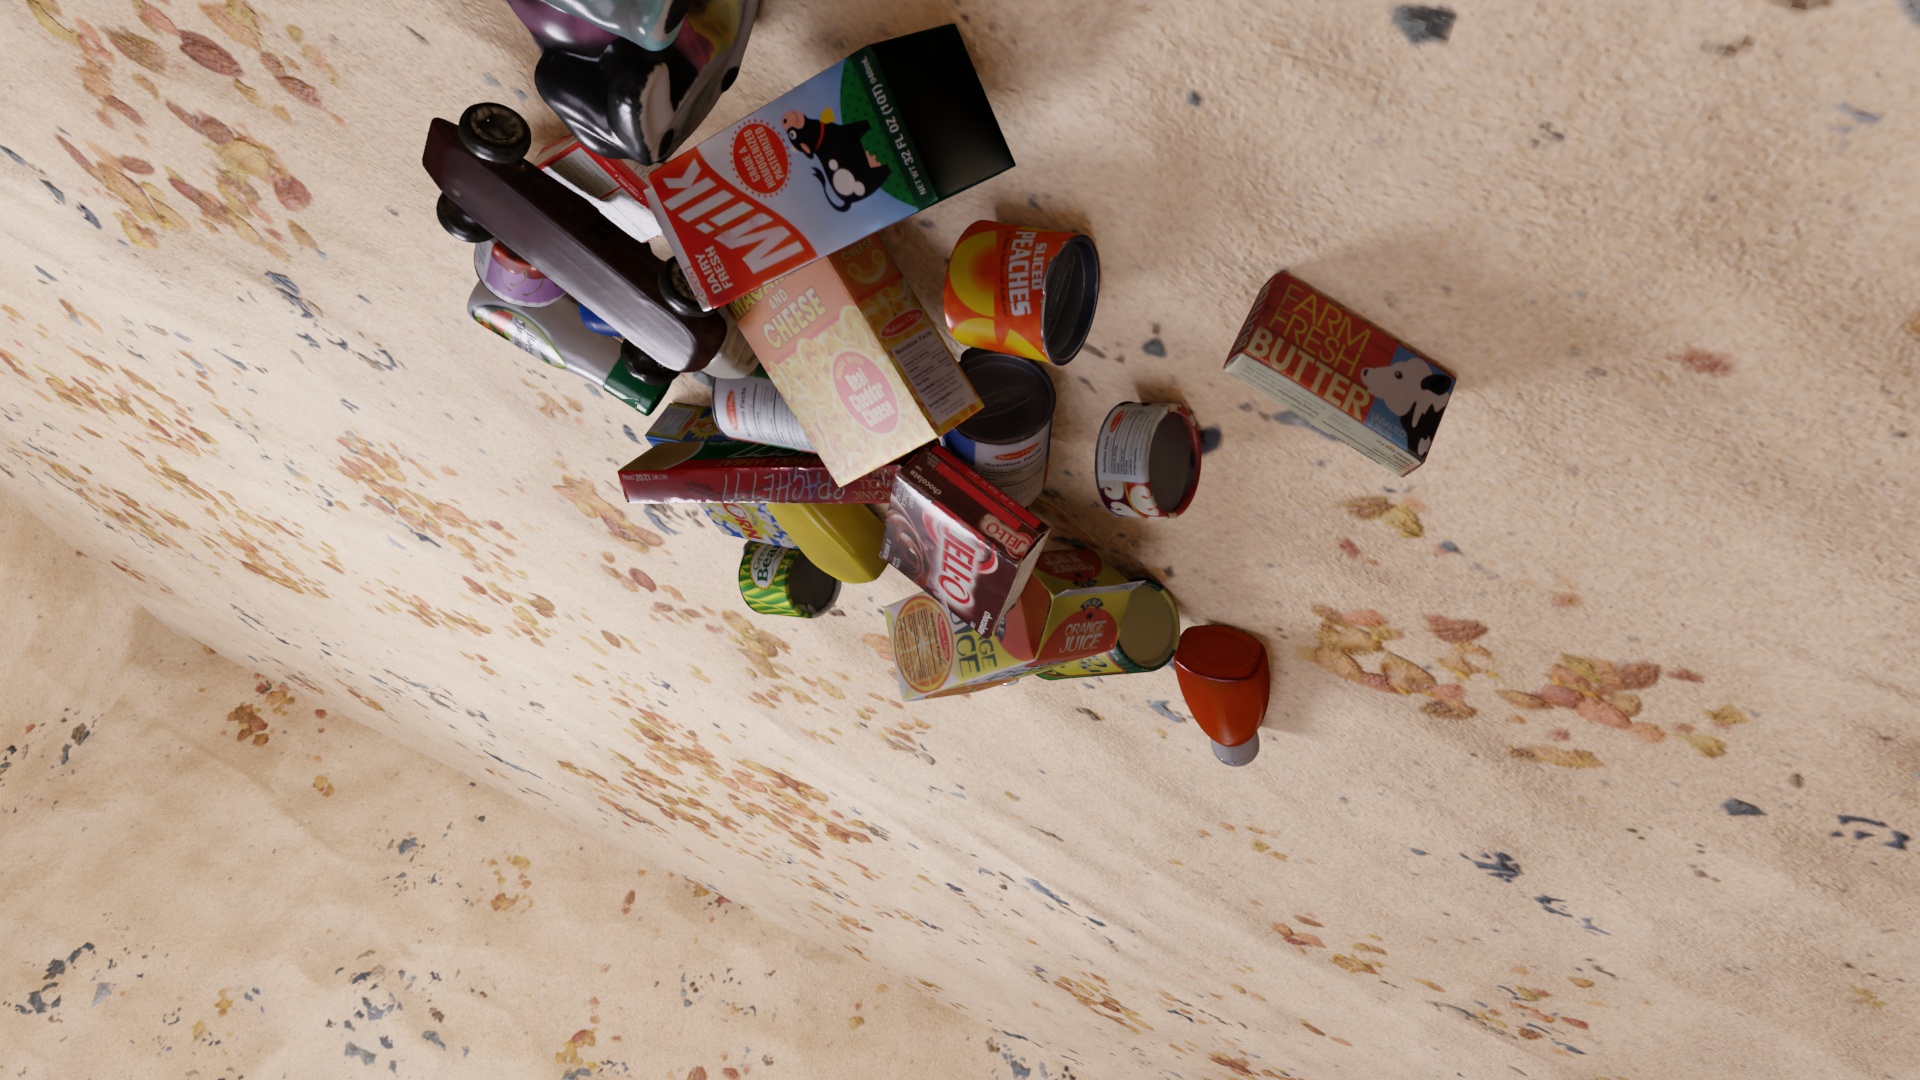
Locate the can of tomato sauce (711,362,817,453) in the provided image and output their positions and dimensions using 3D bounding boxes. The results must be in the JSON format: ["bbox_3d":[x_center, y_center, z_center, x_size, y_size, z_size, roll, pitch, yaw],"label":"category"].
[{"bbox_3d":[-0.107,-0.093,0.900,0.083,0.071,0.071,11,149,24],"label":"can of tomato sauce"}]

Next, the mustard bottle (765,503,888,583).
[{"bbox_3d":[-0.113,-0.031,1.037,0.065,0.049,0.159,3,143,41],"label":"mustard bottle"}]

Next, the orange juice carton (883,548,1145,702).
[{"bbox_3d":[0.035,0.054,0.943,0.072,0.073,0.192,-2,166,-40],"label":"orange juice carton"}]

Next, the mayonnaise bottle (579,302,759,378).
[{"bbox_3d":[-0.185,-0.143,0.895,0.148,0.065,0.041,13,162,35],"label":"mayonnaise bottle"}]

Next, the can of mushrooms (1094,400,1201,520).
[{"bbox_3d":[0.108,-0.044,0.782,0.033,0.071,0.071,5,145,37],"label":"can of mushrooms"}]

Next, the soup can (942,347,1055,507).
[{"bbox_3d":[0.021,-0.065,0.831,0.071,0.071,0.083,23,154,12],"label":"soup can"}]

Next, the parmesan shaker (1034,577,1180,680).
[{"bbox_3d":[0.095,0.061,0.983,0.071,0.071,0.103,41,151,-24],"label":"parmesan shaker"}]

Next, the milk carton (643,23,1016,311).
[{"bbox_3d":[-0.077,-0.169,0.663,0.190,0.074,0.072,-14,106,38],"label":"milk carton"}]

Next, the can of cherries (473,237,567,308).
[{"bbox_3d":[-0.273,-0.191,0.891,0.071,0.072,0.058,33,152,-9],"label":"can of cherries"}]

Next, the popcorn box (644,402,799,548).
[{"bbox_3d":[-0.174,-0.049,1.077,0.085,0.038,0.126,11,149,33],"label":"popcorn box"}]

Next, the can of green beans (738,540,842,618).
[{"bbox_3d":[-0.141,0.031,1.155,0.058,0.071,0.071,2,143,41],"label":"can of green beans"}]

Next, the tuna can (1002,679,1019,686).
[{"bbox_3d":[0.023,0.087,1.133,0.071,0.033,0.070,22,153,12],"label":"tuna can"}]

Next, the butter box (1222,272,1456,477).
[{"bbox_3d":[0.181,-0.079,0.662,0.103,0.053,0.024,31,156,-3],"label":"butter box"}]

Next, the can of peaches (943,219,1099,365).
[{"bbox_3d":[0.030,-0.127,0.705,0.058,0.071,0.071,15,151,26],"label":"can of peaches"}]

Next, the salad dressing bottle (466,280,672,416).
[{"bbox_3d":[-0.280,-0.144,1.004,0.147,0.044,0.064,31,152,-6],"label":"salad dressing bottle"}]

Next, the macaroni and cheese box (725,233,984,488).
[{"bbox_3d":[-0.073,-0.121,0.781,0.166,0.040,0.123,58,148,-7],"label":"macaroni and cheese box"}]

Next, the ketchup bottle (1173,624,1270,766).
[{"bbox_3d":[0.194,0.117,1.010,0.065,0.044,0.148,12,150,24],"label":"ketchup bottle"}]

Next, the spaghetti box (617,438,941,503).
[{"bbox_3d":[-0.126,-0.048,0.951,0.250,0.050,0.028,1,119,31],"label":"spaghetti box"}]

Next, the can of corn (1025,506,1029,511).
[{"bbox_3d":[0.003,-0.012,0.934,0.071,0.071,0.058,34,154,-11],"label":"can of corn"}]
